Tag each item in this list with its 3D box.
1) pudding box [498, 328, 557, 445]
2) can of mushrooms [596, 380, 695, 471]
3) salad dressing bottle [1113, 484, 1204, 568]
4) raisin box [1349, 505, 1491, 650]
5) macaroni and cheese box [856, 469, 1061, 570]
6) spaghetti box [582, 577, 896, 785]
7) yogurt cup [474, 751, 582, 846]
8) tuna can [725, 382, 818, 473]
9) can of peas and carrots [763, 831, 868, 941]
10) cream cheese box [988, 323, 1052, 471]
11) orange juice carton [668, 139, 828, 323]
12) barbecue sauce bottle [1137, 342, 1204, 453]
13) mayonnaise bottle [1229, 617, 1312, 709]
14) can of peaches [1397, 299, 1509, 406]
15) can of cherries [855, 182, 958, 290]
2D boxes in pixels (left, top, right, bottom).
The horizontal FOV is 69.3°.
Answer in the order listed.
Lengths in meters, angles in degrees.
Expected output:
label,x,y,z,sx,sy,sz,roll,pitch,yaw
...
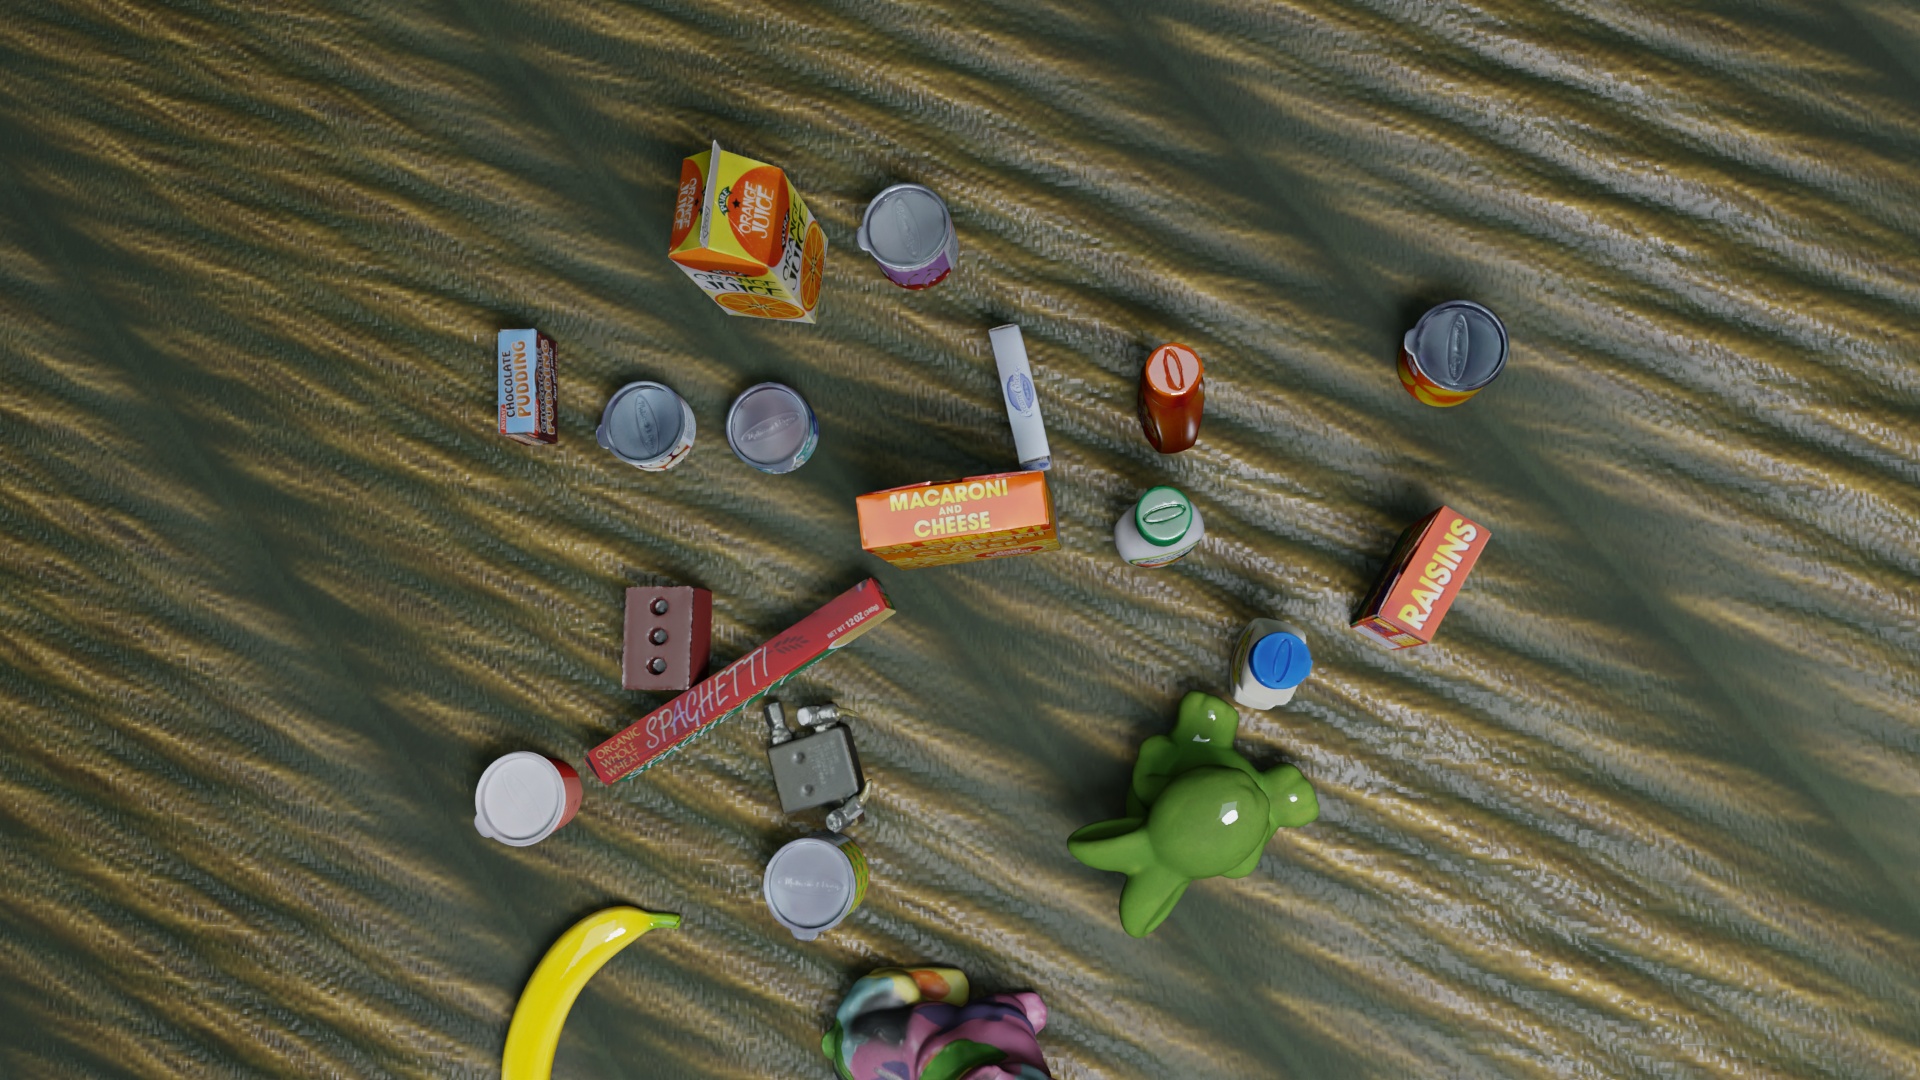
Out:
label,x,y,z,sx,sy,sz,roll,pitch,yaw
pudding box,-0.335,-0.119,1.077,0.030,0.049,0.084,-3,83,6
can of mushrooms,-0.242,-0.087,1.071,0.071,0.033,0.071,-1,83,7
salad dressing bottle,0.138,-0.010,0.960,0.064,0.147,0.044,-16,82,5
raisin box,0.311,0.028,0.947,0.040,0.123,0.086,31,88,9
macaroni and cheese box,0.003,-0.012,0.966,0.124,0.166,0.040,-8,83,6
spaghetti box,-0.162,0.106,1.029,0.250,0.050,0.029,-32,81,2
yogurt cup,-0.318,0.191,1.035,0.072,0.054,0.072,-1,83,7
tuna can,-0.142,-0.083,1.059,0.071,0.033,0.071,-1,83,7
can of peas and carrots,-0.103,0.248,1.001,0.071,0.058,0.071,-1,83,7
cream cheese box,0.045,-0.104,1.030,0.024,0.053,0.104,-14,82,5
orange juice carton,-0.154,-0.217,0.996,0.073,0.192,0.072,7,85,7
barbecue sauce bottle,0.147,-0.103,0.970,0.044,0.148,0.065,-14,82,5
mayonnaise bottle,0.209,0.082,0.940,0.041,0.148,0.065,14,85,8
can of peaches,0.349,-0.133,0.996,0.071,0.058,0.071,-1,83,7
can of cherries,-0.039,-0.229,1.052,0.071,0.058,0.071,-1,83,7
